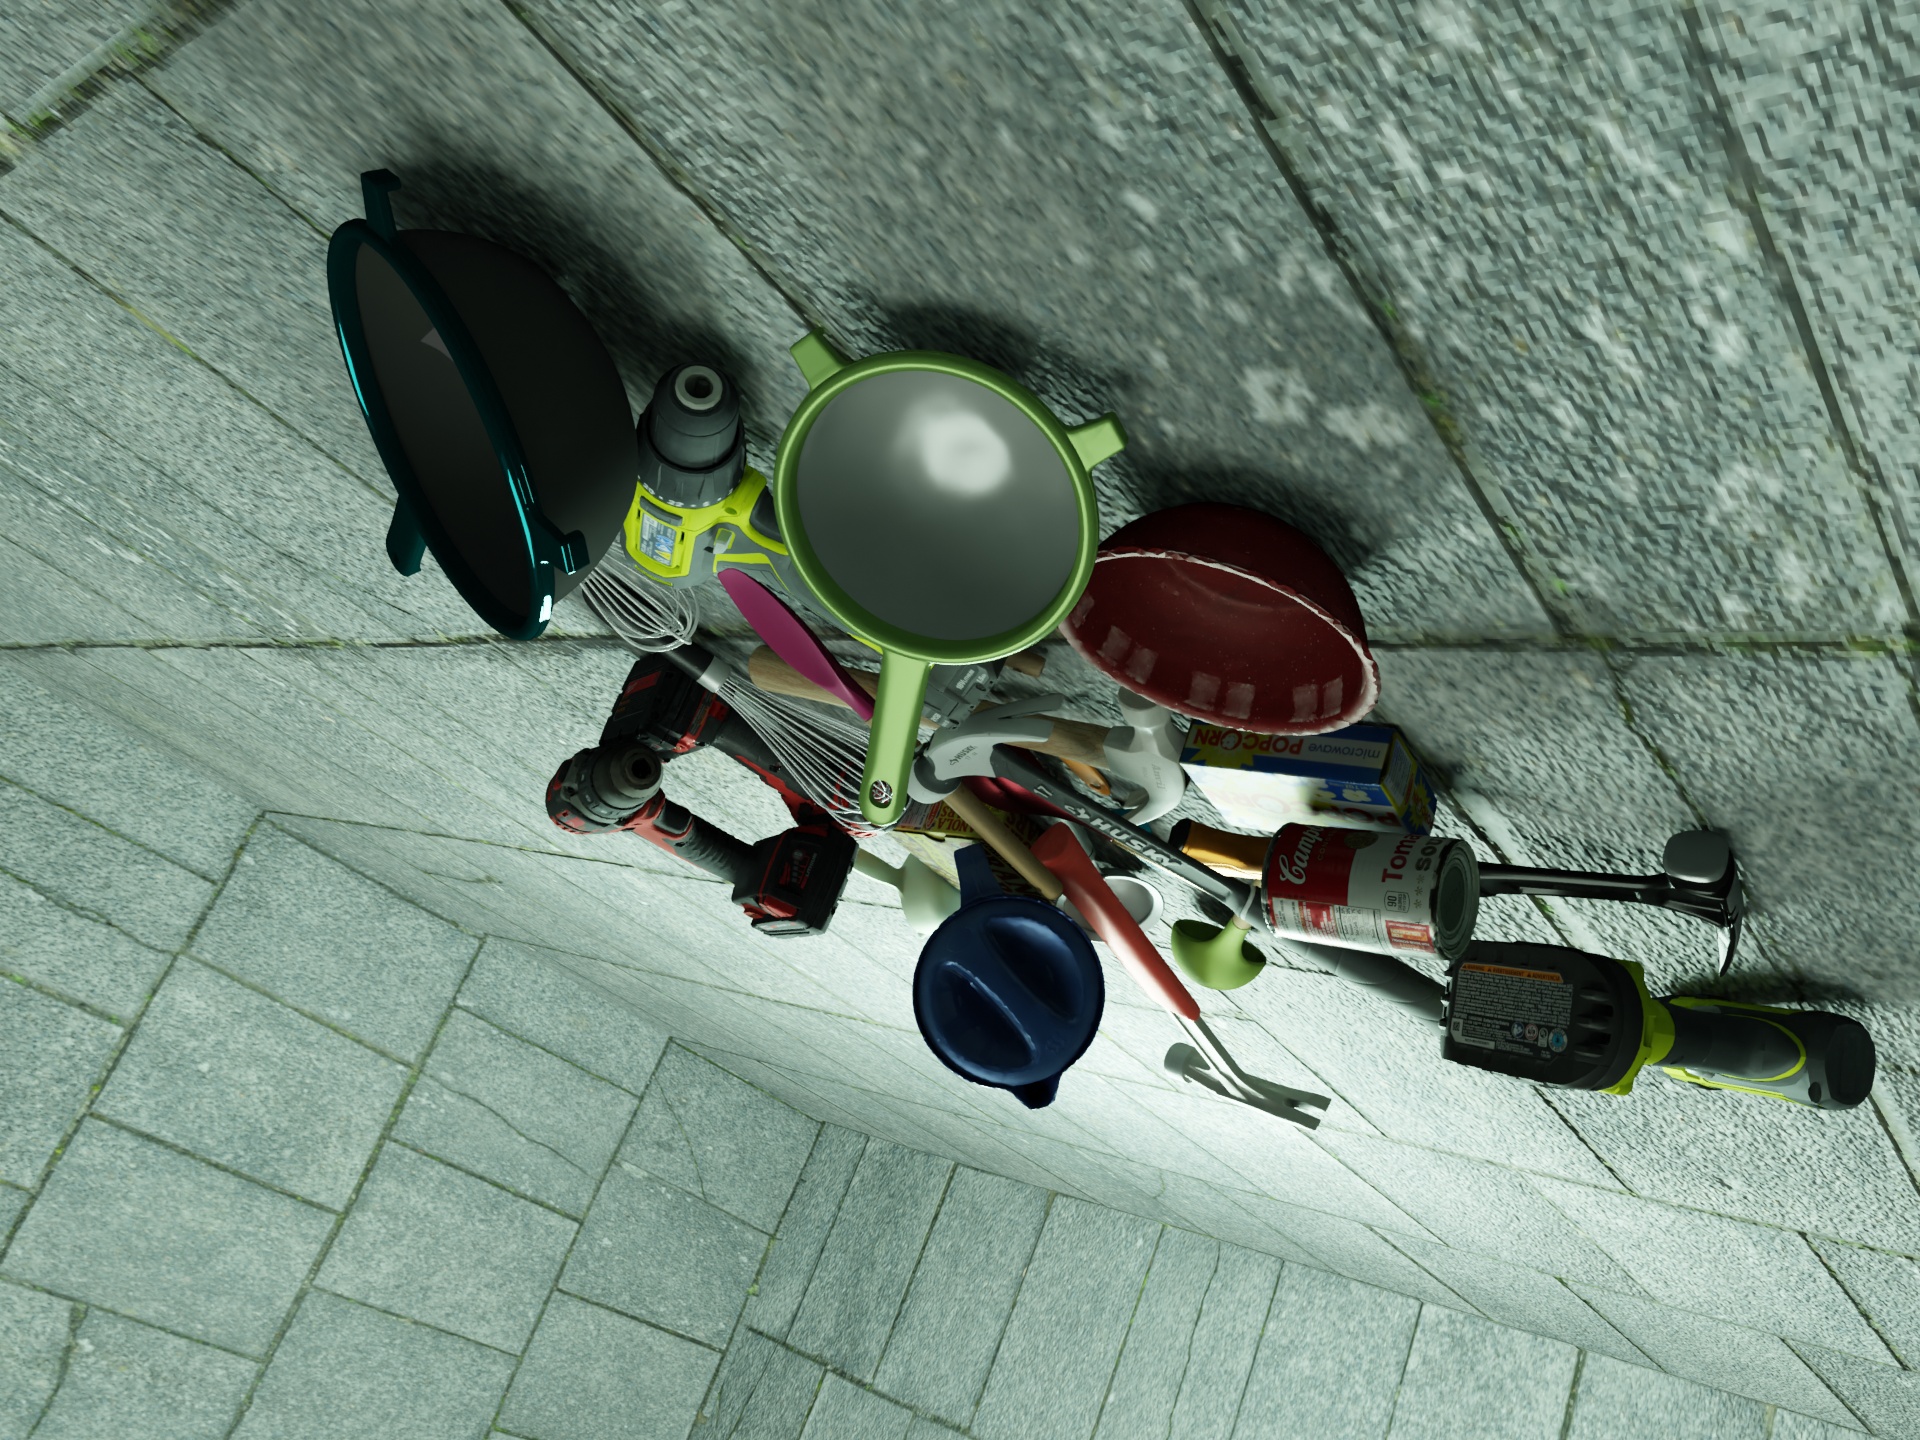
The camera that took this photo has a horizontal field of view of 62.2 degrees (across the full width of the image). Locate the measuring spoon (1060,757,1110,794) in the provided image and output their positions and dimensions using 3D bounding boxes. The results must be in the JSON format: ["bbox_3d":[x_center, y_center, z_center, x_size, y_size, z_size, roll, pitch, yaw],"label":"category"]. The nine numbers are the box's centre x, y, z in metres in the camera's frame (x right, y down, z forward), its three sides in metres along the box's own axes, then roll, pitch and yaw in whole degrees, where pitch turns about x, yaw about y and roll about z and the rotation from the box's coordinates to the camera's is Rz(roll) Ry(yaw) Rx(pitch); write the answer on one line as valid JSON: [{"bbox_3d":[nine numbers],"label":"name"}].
[{"bbox_3d":[0.068,0.024,1.070,0.021,0.011,0.116,3,151,42],"label":"measuring spoon"}]

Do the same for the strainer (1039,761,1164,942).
[{"bbox_3d":[0.095,0.101,1.194,0.087,0.050,0.258,-13,141,12],"label":"strainer"}]

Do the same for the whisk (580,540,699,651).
[{"bbox_3d":[-0.262,-0.125,1.010,0.246,0.058,0.059,41,-177,-30],"label":"whisk"}]

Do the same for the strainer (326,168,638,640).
[{"bbox_3d":[-0.247,-0.142,0.843,0.211,0.095,0.340,63,154,-2],"label":"strainer"}]

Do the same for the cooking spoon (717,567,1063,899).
[{"bbox_3d":[-0.040,0.012,1.040,0.318,0.017,0.069,45,158,-19],"label":"cooking spoon"}]

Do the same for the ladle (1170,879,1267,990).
[{"bbox_3d":[0.212,0.123,1.139,0.078,0.062,0.320,21,152,6],"label":"ladle"}]

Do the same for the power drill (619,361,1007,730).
[{"bbox_3d":[-0.075,-0.094,0.848,0.228,0.080,0.190,28,159,-4],"label":"power drill"}]

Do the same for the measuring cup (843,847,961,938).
[{"bbox_3d":[-0.039,0.130,1.325,0.038,0.083,0.167,-8,156,31],"label":"measuring cup"}]

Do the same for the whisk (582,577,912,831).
[{"bbox_3d":[-0.150,-0.016,1.143,0.284,0.070,0.070,37,156,-15],"label":"whisk"}]

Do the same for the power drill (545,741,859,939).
[{"bbox_3d":[-0.193,0.083,1.196,0.226,0.080,0.188,28,159,-20],"label":"power drill"}]

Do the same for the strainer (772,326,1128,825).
[{"bbox_3d":[-0.013,-0.064,0.760,0.151,0.069,0.256,17,126,8],"label":"strainer"}]

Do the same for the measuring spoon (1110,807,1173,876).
[{"bbox_3d":[0.137,0.089,1.160,0.042,0.021,0.128,9,164,31],"label":"measuring spoon"}]

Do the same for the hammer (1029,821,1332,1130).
[{"bbox_3d":[0.156,0.199,1.216,0.149,0.037,0.358,11,148,44],"label":"hammer"}]

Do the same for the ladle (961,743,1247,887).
[{"bbox_3d":[0.129,0.088,1.082,0.315,0.031,0.069,27,136,4],"label":"ladle"}]

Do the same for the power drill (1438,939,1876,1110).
[{"bbox_3d":[0.409,0.189,0.969,0.223,0.080,0.171,13,172,-26],"label":"power drill"}]

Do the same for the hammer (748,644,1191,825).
[{"bbox_3d":[-0.002,-0.003,1.032,0.331,0.031,0.129,13,144,31],"label":"hammer"}]

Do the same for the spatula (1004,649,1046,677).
[{"bbox_3d":[-0.097,-0.089,0.960,0.316,0.018,0.059,22,161,5],"label":"spatula"}]

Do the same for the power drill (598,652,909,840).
[{"bbox_3d":[-0.160,0.030,1.240,0.219,0.079,0.143,30,159,-25],"label":"power drill"}]

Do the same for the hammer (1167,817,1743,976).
[{"bbox_3d":[0.283,0.094,0.954,0.337,0.034,0.127,3,151,33],"label":"hammer"}]

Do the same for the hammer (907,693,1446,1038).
[{"bbox_3d":[0.165,0.101,0.978,0.408,0.036,0.149,29,152,-14],"label":"hammer"}]
